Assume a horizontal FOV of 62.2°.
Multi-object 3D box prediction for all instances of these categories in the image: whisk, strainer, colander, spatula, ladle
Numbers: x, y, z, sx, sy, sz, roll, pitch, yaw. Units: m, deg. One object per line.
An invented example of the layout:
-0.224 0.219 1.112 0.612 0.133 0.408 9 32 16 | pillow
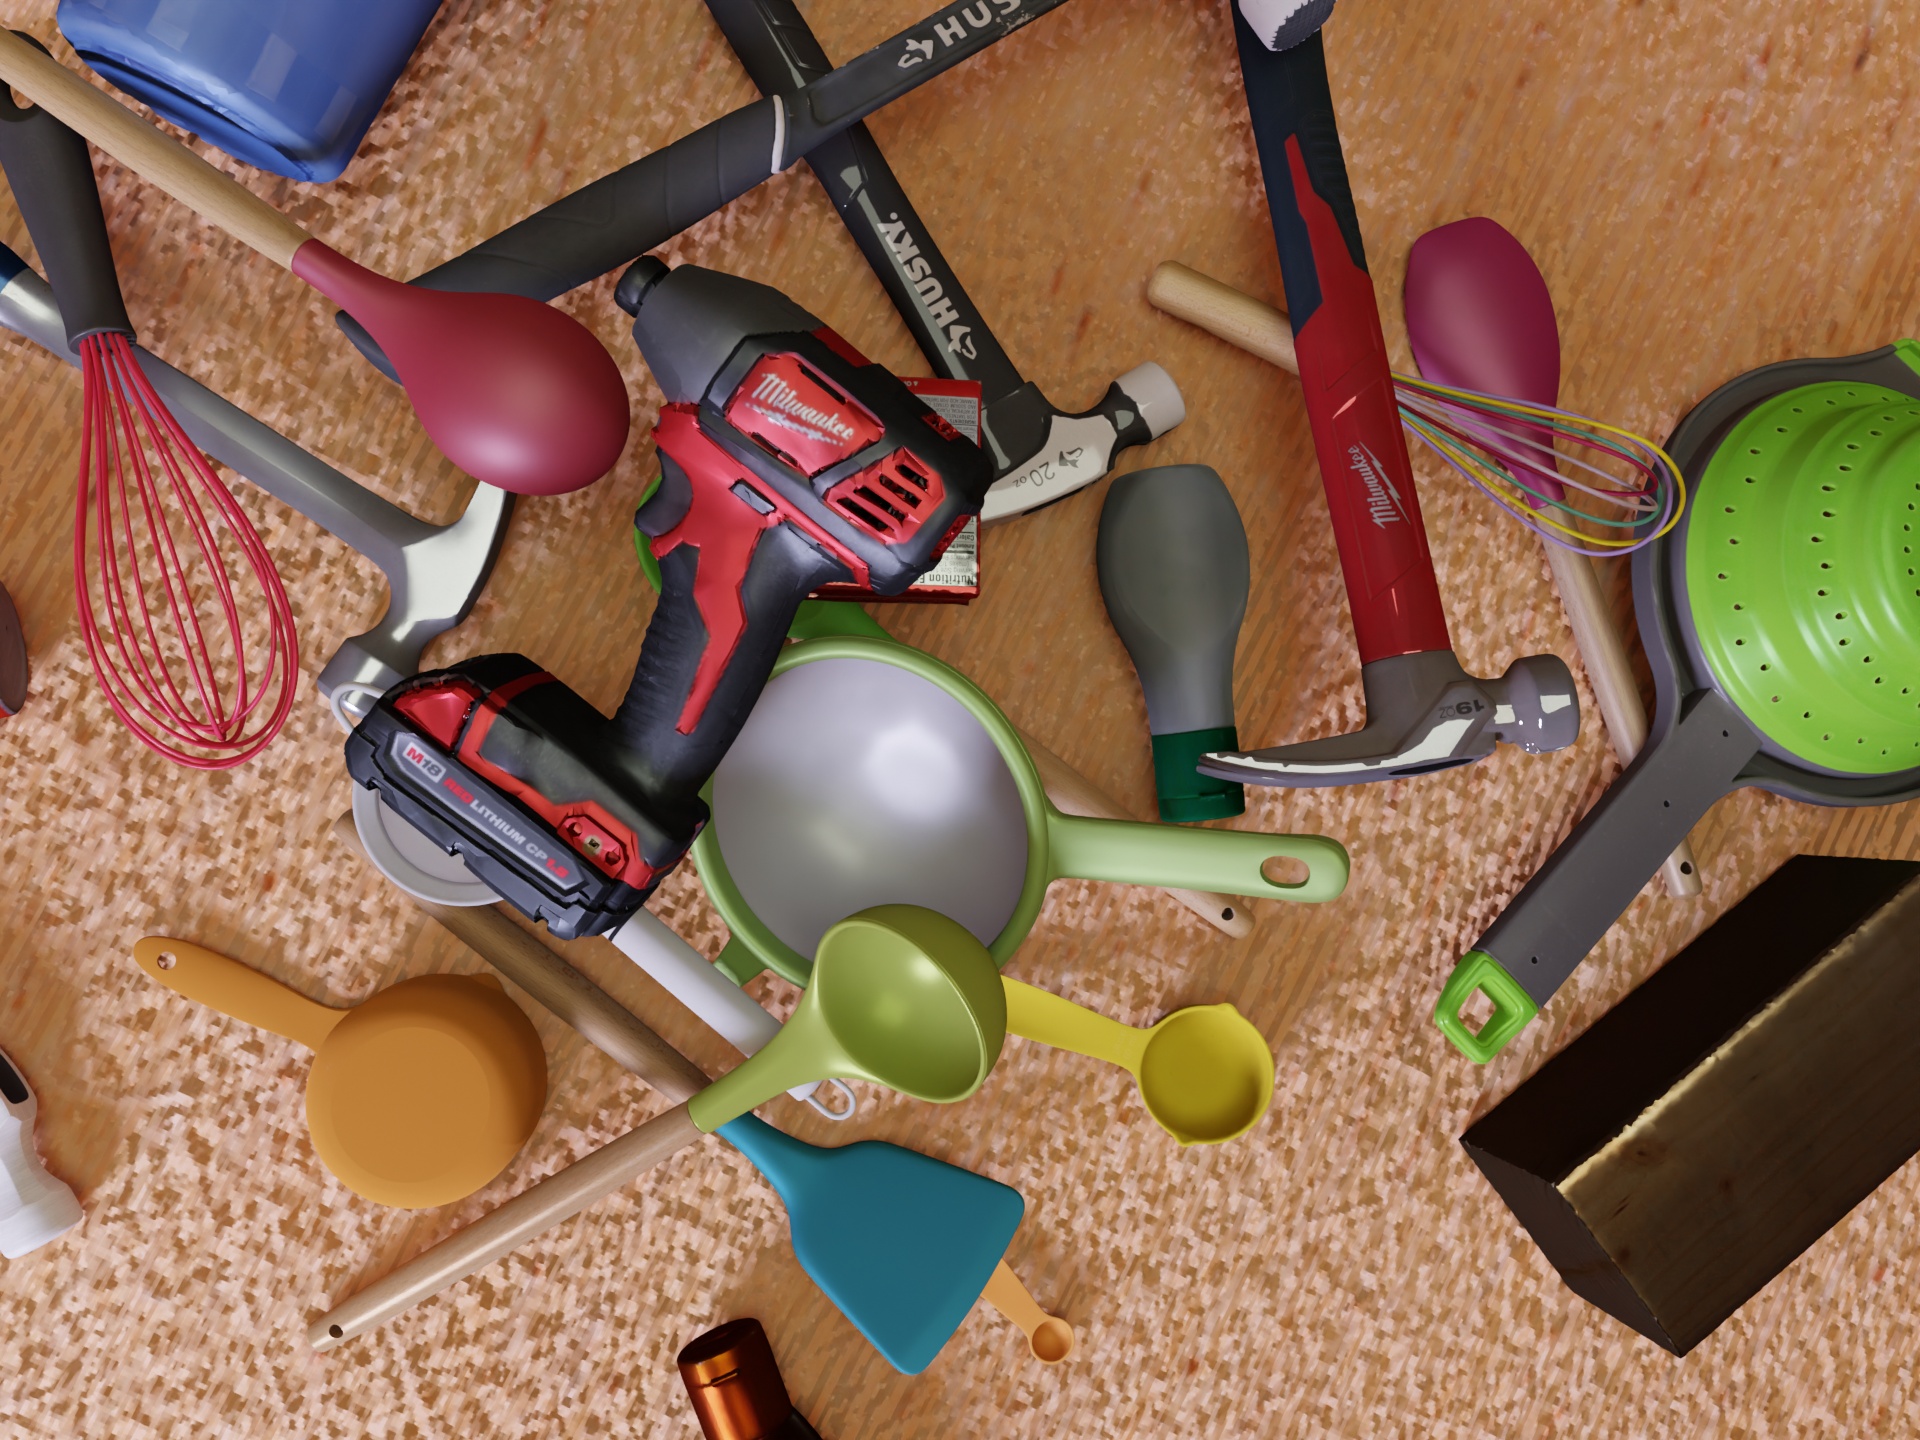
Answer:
0.194 -0.141 0.680 0.245 0.047 0.051 27 72 4 | whisk
-0.142 0.073 0.631 0.258 0.050 0.087 40 85 1 | strainer
-0.312 -0.122 0.587 0.073 0.073 0.296 -19 84 -7 | whisk
0.347 -0.008 0.661 0.204 0.094 0.397 45 79 -6 | colander
0.021 0.038 0.617 0.256 0.069 0.151 4 106 17 | strainer
-0.122 0.134 0.640 0.317 0.044 0.082 38 70 -2 | spatula
-0.123 0.166 0.596 0.320 0.062 0.078 -31 94 9 | ladle
-0.259 -0.185 0.580 0.315 0.031 0.069 34 86 0 | ladle

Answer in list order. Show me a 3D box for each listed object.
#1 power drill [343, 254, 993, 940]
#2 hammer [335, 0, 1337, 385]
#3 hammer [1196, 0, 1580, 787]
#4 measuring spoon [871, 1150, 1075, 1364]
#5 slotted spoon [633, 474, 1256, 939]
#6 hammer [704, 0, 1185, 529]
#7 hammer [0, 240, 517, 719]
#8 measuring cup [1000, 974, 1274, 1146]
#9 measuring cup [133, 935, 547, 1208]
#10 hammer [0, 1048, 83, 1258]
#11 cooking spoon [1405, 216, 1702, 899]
-0.106 -0.046 0.555 0.143 0.078 0.219 39 101 -2 | power drill
-0.058 -0.246 0.629 0.409 0.036 0.149 -31 82 -6 | hammer
0.137 -0.165 0.651 0.143 0.038 0.386 -9 77 3 | hammer
0.004 0.225 0.670 0.021 0.011 0.117 -44 89 -7 | measuring spoon
-0.001 -0.002 0.669 0.313 0.031 0.070 37 92 -6 | slotted spoon
-0.052 -0.231 0.669 0.146 0.035 0.335 -32 91 -8 | hammer
-0.361 -0.166 0.628 0.405 0.035 0.144 33 84 -4 | hammer
0.056 0.132 0.676 0.156 0.029 0.062 19 85 6 | measuring cup
-0.247 0.127 0.620 0.173 0.052 0.095 27 85 -7 | measuring cup
-0.515 0.209 0.594 0.331 0.033 0.128 -26 92 -7 | hammer
0.272 -0.072 0.709 0.069 0.017 0.319 -19 90 -5 | cooking spoon
